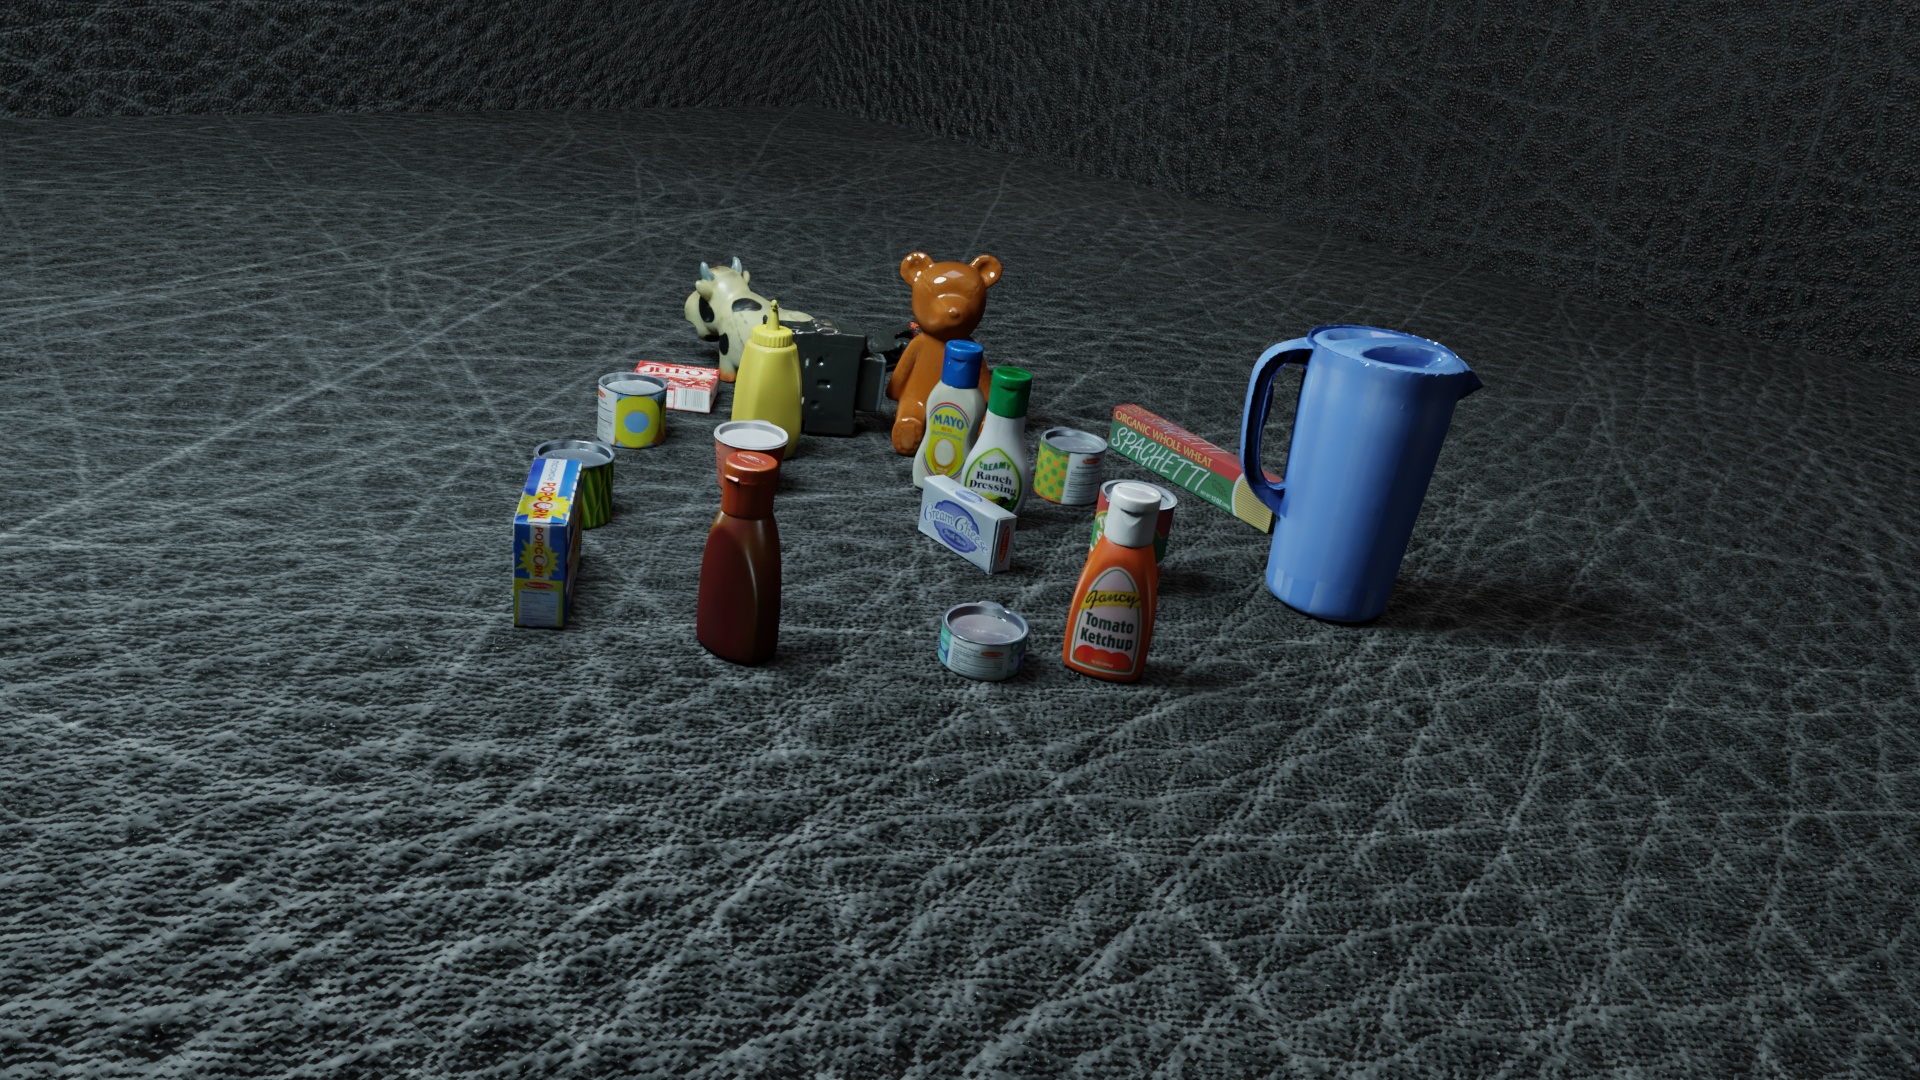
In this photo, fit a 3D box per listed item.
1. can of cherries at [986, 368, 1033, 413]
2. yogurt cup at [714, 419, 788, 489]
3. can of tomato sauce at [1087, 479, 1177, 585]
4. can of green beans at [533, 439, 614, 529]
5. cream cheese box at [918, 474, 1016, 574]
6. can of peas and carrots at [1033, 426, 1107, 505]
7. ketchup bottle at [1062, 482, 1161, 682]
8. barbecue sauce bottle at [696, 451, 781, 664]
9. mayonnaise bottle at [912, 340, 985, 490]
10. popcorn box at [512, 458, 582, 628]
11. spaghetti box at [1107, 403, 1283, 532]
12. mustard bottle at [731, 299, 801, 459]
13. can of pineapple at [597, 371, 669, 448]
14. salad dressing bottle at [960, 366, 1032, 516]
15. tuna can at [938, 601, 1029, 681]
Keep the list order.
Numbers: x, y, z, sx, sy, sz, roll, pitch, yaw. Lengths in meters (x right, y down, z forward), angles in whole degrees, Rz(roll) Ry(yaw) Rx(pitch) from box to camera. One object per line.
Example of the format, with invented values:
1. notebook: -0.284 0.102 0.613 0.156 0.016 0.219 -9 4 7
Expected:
1. can of cherries: 0.043 -0.154 1.544 0.071 0.058 0.072 7 23 -3
2. yogurt cup: -0.196 -0.075 1.291 0.072 0.053 0.073 7 23 -3
3. can of tomato sauce: 0.146 -0.002 1.205 0.071 0.082 0.071 7 23 -3
4. can of green beans: -0.328 -0.048 1.179 0.071 0.057 0.071 7 23 -3
5. cream cheese box: 0.004 -0.015 1.224 0.024 0.053 0.104 -12 31 -39
6. can of peas and carrots: 0.108 -0.074 1.386 0.071 0.058 0.071 7 23 -3
7. ketchup bottle: 0.119 0.031 1.040 0.065 0.148 0.044 13 24 10
8. barbecue sauce bottle: -0.155 0.011 0.991 0.065 0.147 0.044 23 27 30
9. mayonnaise bottle: -0.006 -0.116 1.332 0.065 0.147 0.041 14 24 14
10. popcorn box: -0.309 0.000 1.044 0.038 0.084 0.127 4 24 -11
11. spaghetti box: 0.246 -0.080 1.455 0.029 0.050 0.250 -9 29 -35
12. mustard bottle: -0.185 -0.157 1.348 0.065 0.159 0.049 -8 28 -33
13. can of pineapple: -0.320 -0.128 1.364 0.071 0.057 0.071 7 23 -3
14. salad dressing bottle: 0.037 -0.085 1.275 0.064 0.147 0.044 12 23 7
15. tuna can: 0.017 0.075 1.049 0.071 0.032 0.071 7 24 -3
